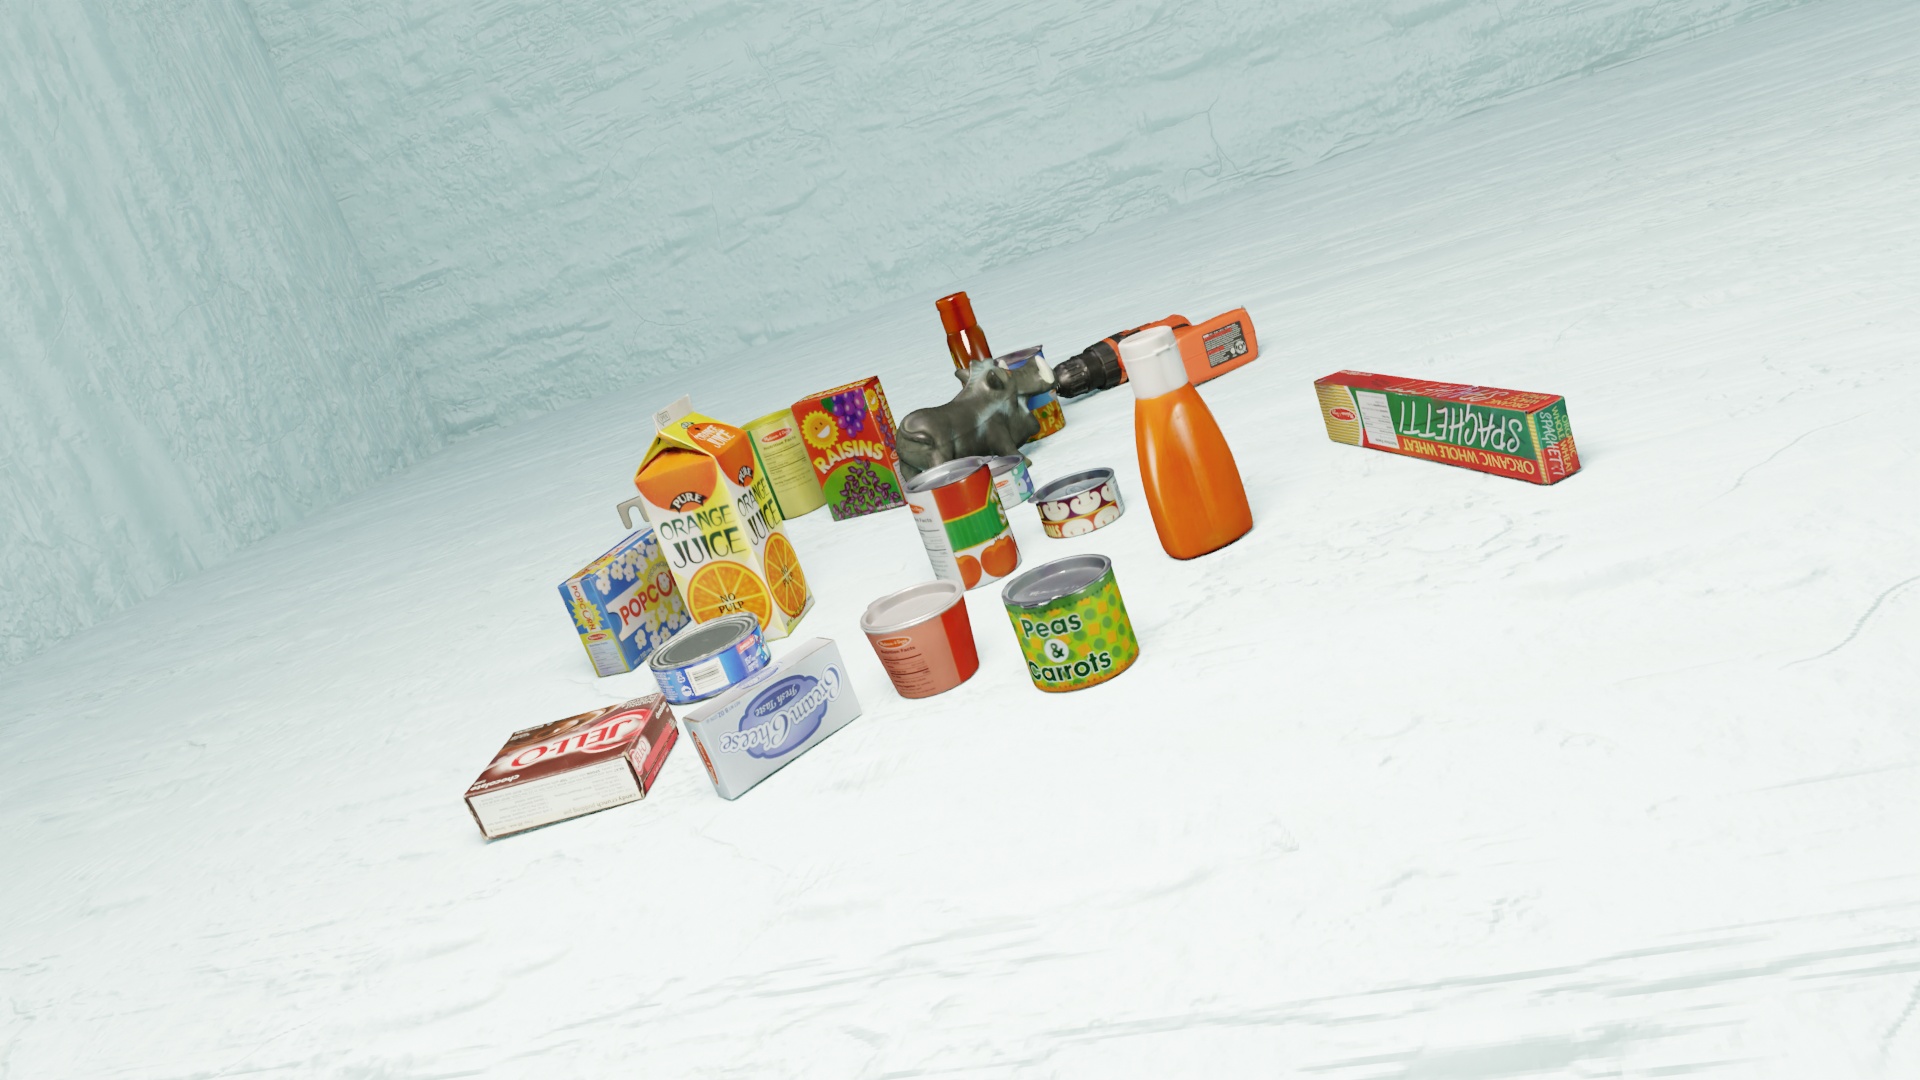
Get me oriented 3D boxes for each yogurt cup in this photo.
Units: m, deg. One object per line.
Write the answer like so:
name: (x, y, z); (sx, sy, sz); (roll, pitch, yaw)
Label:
yogurt cup: (-0.022, 0.062, 0.862); (0.072, 0.053, 0.072); (-19, 15, 5)

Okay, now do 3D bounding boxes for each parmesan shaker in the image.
parmesan shaker: (-0.186, -0.079, 1.451); (0.071, 0.102, 0.071); (-19, 15, 5)

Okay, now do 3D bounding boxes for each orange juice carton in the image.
orange juice carton: (-0.188, -0.016, 1.073); (0.073, 0.192, 0.072); (-15, 16, 17)

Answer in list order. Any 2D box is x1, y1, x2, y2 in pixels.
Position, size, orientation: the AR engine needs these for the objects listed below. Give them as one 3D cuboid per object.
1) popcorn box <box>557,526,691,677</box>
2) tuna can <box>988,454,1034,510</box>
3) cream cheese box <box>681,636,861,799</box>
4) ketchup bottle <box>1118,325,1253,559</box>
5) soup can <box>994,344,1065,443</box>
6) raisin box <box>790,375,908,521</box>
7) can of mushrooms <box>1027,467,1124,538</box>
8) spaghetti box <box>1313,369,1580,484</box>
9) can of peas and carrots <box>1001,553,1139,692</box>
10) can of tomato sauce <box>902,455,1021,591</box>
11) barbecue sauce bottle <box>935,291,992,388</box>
popcorn box: (-0.272, 0.047, 1.161); (0.038, 0.085, 0.127); (-13, 17, 24)
tuna can: (0.029, -0.048, 1.214); (0.071, 0.032, 0.071); (-18, 15, 5)
cream cheese box: (-0.110, 0.104, 0.827); (0.104, 0.053, 0.024); (-31, 19, -36)
ketchup bottle: (0.144, -0.065, 0.914); (0.065, 0.148, 0.043); (-24, 16, -15)
soup can: (0.066, -0.148, 1.412); (0.071, 0.083, 0.071); (-19, 15, 5)
raisin box: (-0.101, -0.088, 1.339); (0.086, 0.123, 0.040); (-12, 17, 28)
can of mushrooms: (0.089, -0.029, 1.071); (0.071, 0.033, 0.071); (-18, 15, 5)
spaghetti box: (0.318, -0.080, 0.935); (0.029, 0.050, 0.250); (-23, 16, -11)
can of peas and carrots: (0.063, 0.048, 0.796); (0.071, 0.058, 0.071); (-19, 15, 5)
can of tomato sauce: (0.004, -0.013, 1.031); (0.071, 0.083, 0.071); (-19, 15, 5)
barbecue sauce bottle: (0.014, -0.199, 1.530); (0.044, 0.148, 0.065); (-21, 15, -2)
